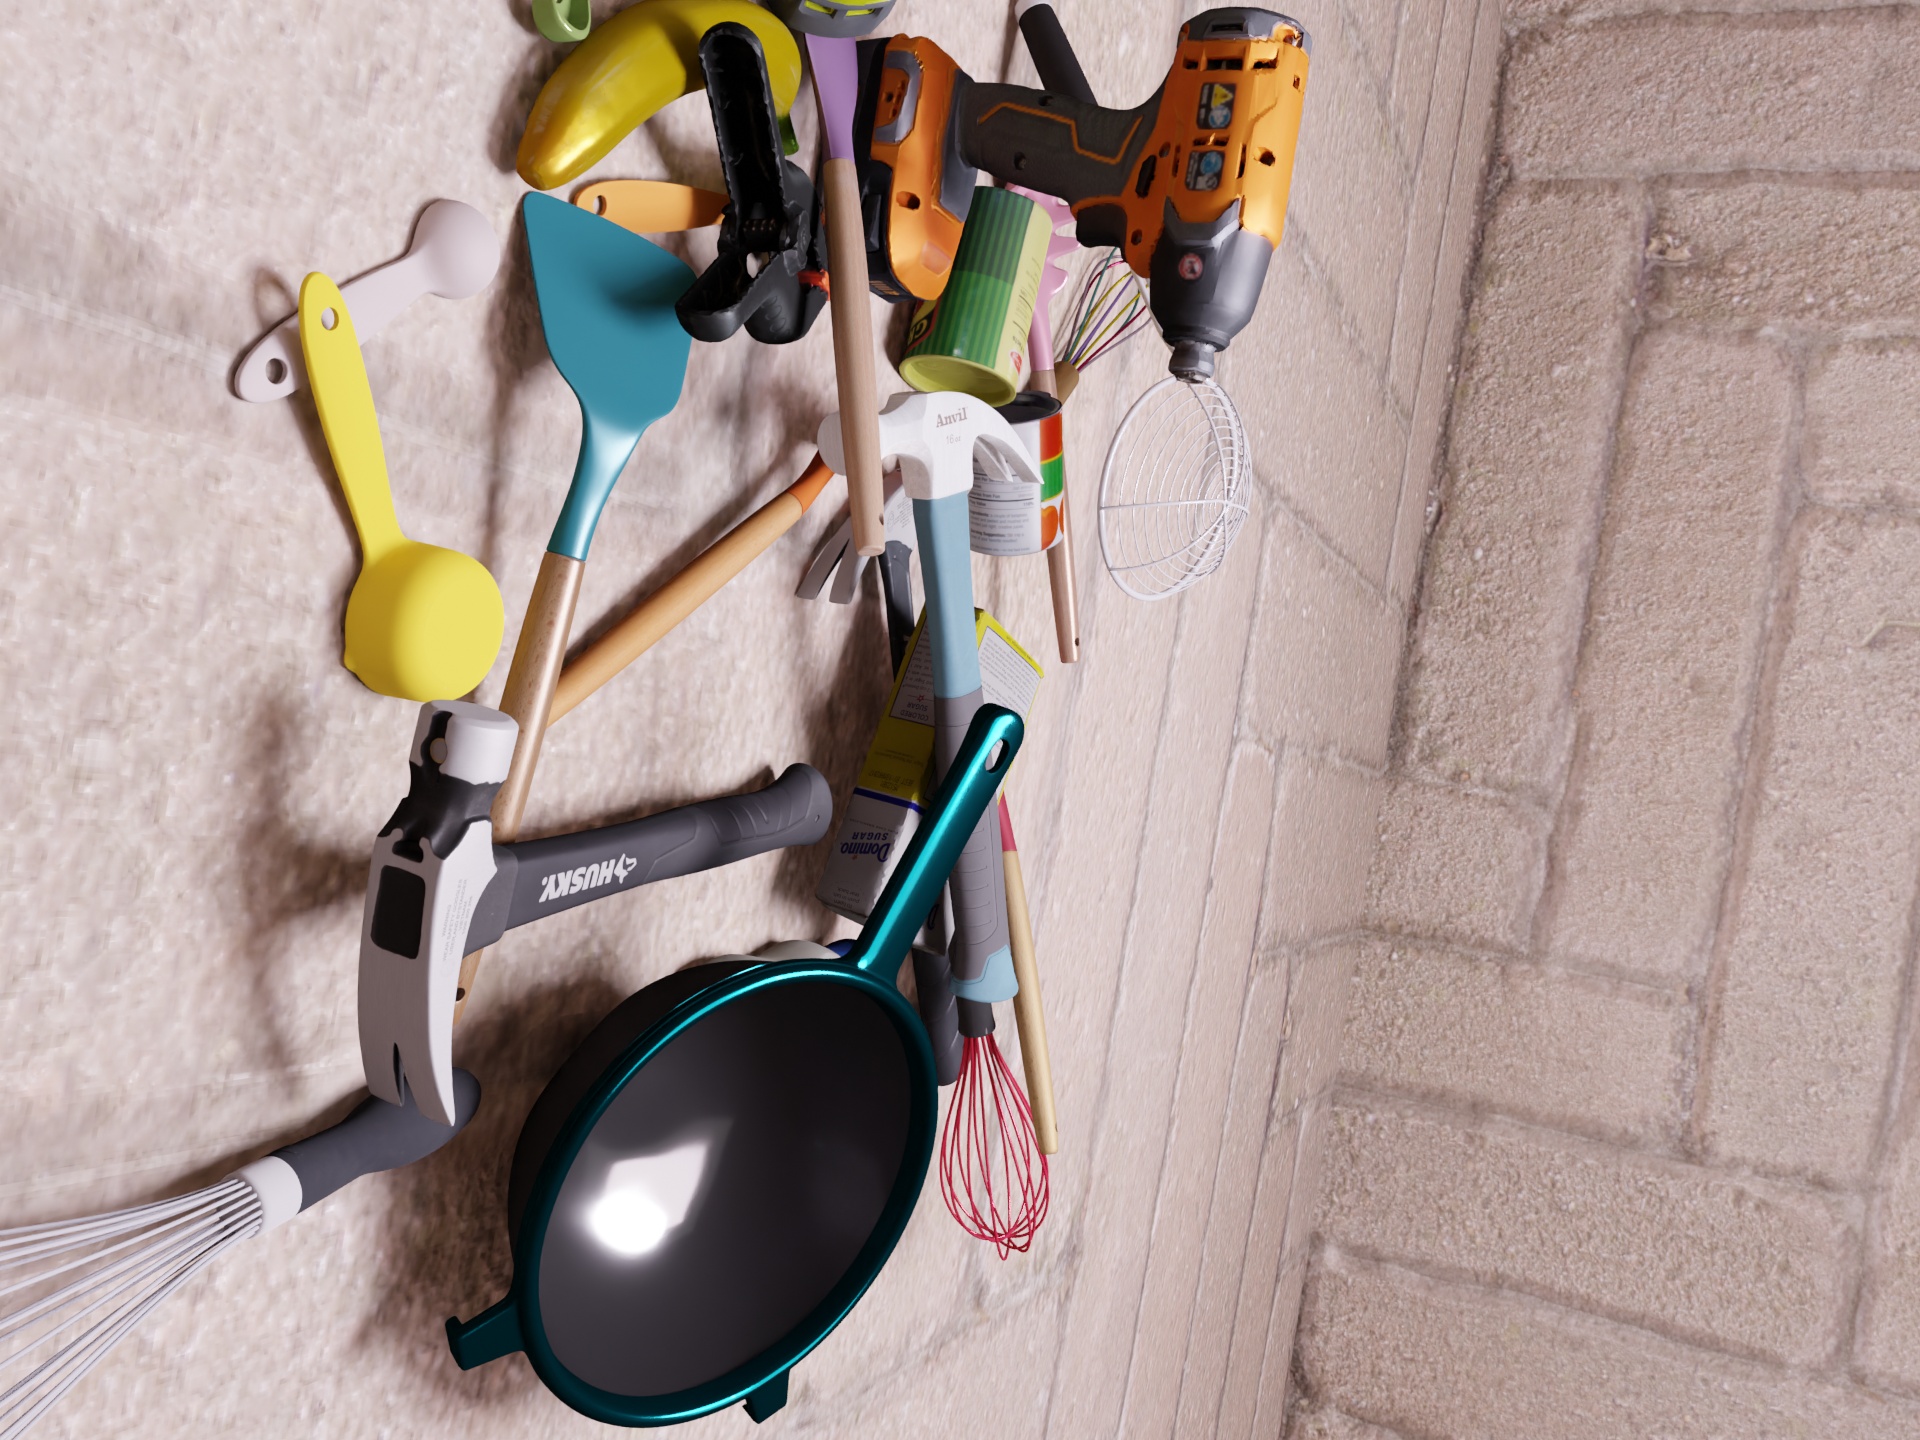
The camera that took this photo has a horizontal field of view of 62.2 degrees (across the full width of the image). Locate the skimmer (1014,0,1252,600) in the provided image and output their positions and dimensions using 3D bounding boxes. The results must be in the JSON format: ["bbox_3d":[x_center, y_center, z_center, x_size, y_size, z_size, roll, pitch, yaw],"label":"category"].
[{"bbox_3d":[0.079,-0.250,0.925,0.127,0.090,0.363,-3,69,-48],"label":"skimmer"}]

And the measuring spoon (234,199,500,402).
[{"bbox_3d":[-0.193,-0.138,0.532,0.124,0.018,0.034,-56,146,-42],"label":"measuring spoon"}]

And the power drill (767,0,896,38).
[{"bbox_3d":[-0.035,-0.404,0.607,0.190,0.080,0.228,-172,-99,-74],"label":"power drill"}]

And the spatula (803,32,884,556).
[{"bbox_3d":[-0.052,-0.225,0.714,0.059,0.018,0.316,26,56,-65],"label":"spatula"}]

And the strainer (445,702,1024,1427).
[{"bbox_3d":[-0.085,0.132,0.703,0.210,0.095,0.340,38,78,-46],"label":"strainer"}]

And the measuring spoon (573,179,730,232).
[{"bbox_3d":[-0.125,-0.217,0.670,0.117,0.011,0.021,-28,130,-57],"label":"measuring spoon"}]

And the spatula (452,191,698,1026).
[{"bbox_3d":[-0.163,-0.039,0.612,0.082,0.044,0.317,15,90,-46],"label":"spatula"}]

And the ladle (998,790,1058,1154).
[{"bbox_3d":[0.033,0.108,0.990,0.069,0.031,0.316,37,43,-68],"label":"ladle"}]

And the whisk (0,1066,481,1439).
[{"bbox_3d":[-0.240,0.159,0.489,0.284,0.070,0.070,-19,115,-68],"label":"whisk"}]

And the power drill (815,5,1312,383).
[{"bbox_3d":[0.045,-0.249,0.763,0.084,0.226,0.164,6,92,-66],"label":"power drill"}]

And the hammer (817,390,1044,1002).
[{"bbox_3d":[-0.001,-0.003,0.808,0.128,0.033,0.330,-26,118,-45],"label":"hammer"}]

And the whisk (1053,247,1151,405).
[{"bbox_3d":[0.081,-0.248,1.072,0.245,0.047,0.051,-58,148,-35],"label":"whisk"}]

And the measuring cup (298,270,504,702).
[{"bbox_3d":[-0.189,-0.074,0.536,0.062,0.029,0.156,-52,148,-46],"label":"measuring cup"}]

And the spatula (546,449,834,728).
[{"bbox_3d":[-0.090,-0.081,0.745,0.323,0.081,0.041,-48,126,-43],"label":"spatula"}]

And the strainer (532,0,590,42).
[{"bbox_3d":[-0.115,-0.374,0.562,0.151,0.069,0.256,-6,102,-65],"label":"strainer"}]

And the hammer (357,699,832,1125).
[{"bbox_3d":[-0.132,0.060,0.673,0.334,0.035,0.146,-9,114,-72],"label":"hammer"}]

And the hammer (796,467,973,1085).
[{"bbox_3d":[-0.025,0.053,0.948,0.149,0.036,0.408,-46,138,-50],"label":"hammer"}]

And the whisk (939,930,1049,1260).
[{"bbox_3d":[0.012,0.206,0.983,0.073,0.073,0.295,-39,127,-56],"label":"whisk"}]

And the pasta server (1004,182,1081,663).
[{"bbox_3d":[0.060,-0.192,0.996,0.060,0.040,0.316,-16,104,-47],"label":"pasta server"}]

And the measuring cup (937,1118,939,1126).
[{"bbox_3d":[-0.060,0.259,0.939,0.167,0.038,0.083,-11,107,-67],"label":"measuring cup"}]
